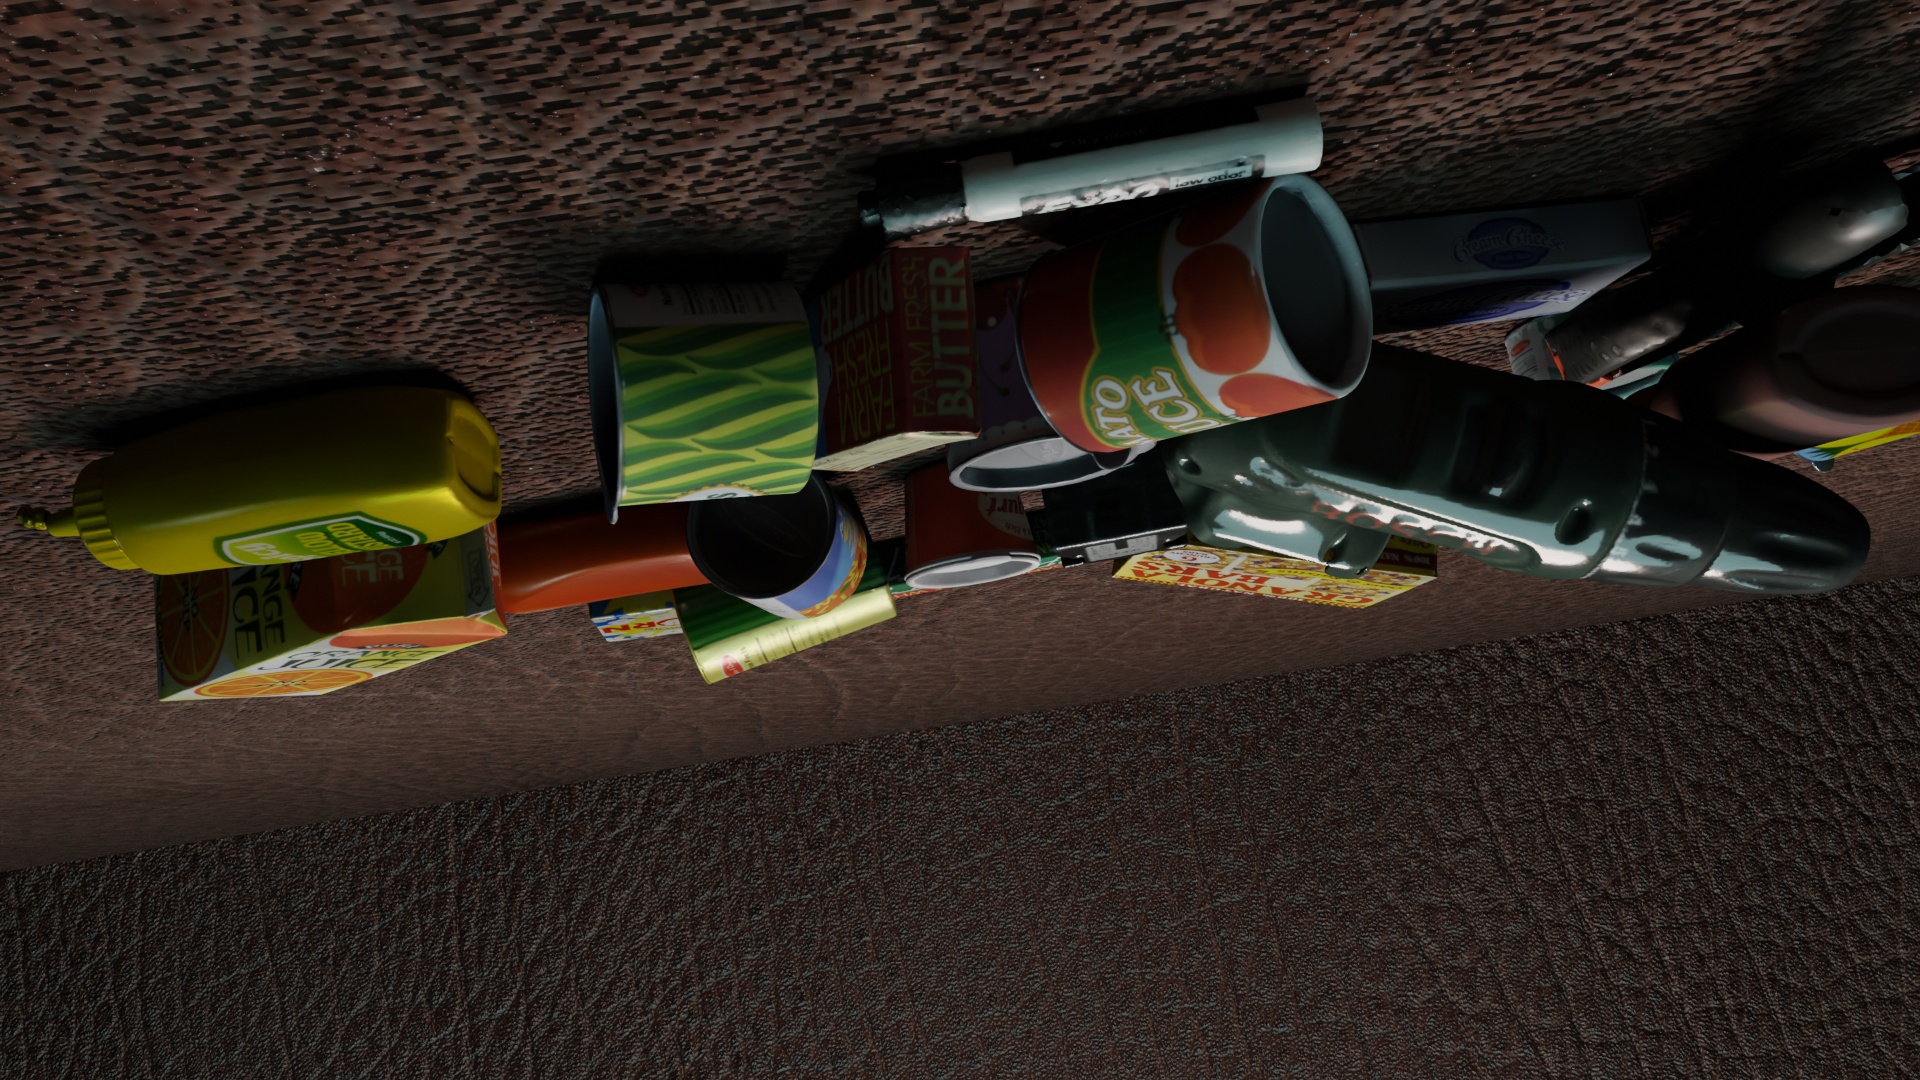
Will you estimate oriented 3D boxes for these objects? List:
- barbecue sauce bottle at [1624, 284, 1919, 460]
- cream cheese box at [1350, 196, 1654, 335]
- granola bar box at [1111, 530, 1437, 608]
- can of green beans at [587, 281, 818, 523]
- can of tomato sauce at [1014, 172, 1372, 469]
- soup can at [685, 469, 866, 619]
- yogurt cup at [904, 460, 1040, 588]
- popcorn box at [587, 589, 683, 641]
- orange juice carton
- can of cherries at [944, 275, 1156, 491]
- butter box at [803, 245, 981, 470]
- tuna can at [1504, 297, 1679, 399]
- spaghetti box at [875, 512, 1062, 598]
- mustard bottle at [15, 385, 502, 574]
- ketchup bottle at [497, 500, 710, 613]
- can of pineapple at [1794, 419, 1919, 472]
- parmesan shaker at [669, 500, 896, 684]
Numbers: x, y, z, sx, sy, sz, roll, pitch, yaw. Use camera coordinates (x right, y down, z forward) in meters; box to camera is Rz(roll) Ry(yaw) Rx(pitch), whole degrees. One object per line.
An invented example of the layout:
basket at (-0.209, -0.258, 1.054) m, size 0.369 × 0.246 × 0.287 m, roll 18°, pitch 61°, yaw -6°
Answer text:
barbecue sauce bottle at (0.276, -0.049, 0.486) m, size 0.065 × 0.043 × 0.148 m, roll -2°, pitch 175°, yaw 2°
cream cheese box at (0.177, -0.093, 0.482) m, size 0.104 × 0.024 × 0.053 m, roll -7°, pitch 168°, yaw -8°
granola bar box at (0.184, 0.004, 0.837) m, size 0.166 × 0.039 × 0.124 m, roll 7°, pitch 168°, yaw -2°
can of green beans at (-0.079, -0.045, 0.418) m, size 0.058 × 0.071 × 0.071 m, roll -5°, pitch 168°, yaw -21°
can of tomato sauce at (0.069, -0.063, 0.409) m, size 0.083 × 0.071 × 0.071 m, roll -12°, pitch 170°, yaw 43°
soup can at (-0.080, -0.003, 0.636) m, size 0.071 × 0.071 × 0.083 m, roll -10°, pitch 169°, yaw 4°
yogurt cup at (0.002, -0.009, 0.692) m, size 0.072 × 0.054 × 0.072 m, roll -8°, pitch 169°, yaw -2°
popcorn box at (-0.144, 0.026, 0.790) m, size 0.127 × 0.038 × 0.085 m, roll -7°, pitch 169°, yaw -10°
orange juice carton at (-0.248, 0.014, 0.563) m, size 0.192 × 0.072 × 0.073 m, roll -17°, pitch 167°, yaw 36°
can of cherries at (0.027, -0.053, 0.479) m, size 0.071 × 0.058 × 0.071 m, roll -8°, pitch 167°, yaw -2°
butter box at (-0.025, -0.051, 0.415) m, size 0.024 × 0.053 × 0.103 m, roll -3°, pitch 178°, yaw -23°
tuna can at (0.277, -0.080, 0.603) m, size 0.071 × 0.033 × 0.071 m, roll -8°, pitch 169°, yaw -2°
spaghetti box at (-0.034, 0.017, 0.857) m, size 0.250 × 0.029 × 0.050 m, roll -11°, pitch 169°, yaw 10°
mustard bottle at (-0.243, -0.016, 0.475) m, size 0.160 × 0.049 × 0.065 m, roll -9°, pitch 166°, yaw 2°
ketchup bottle at (-0.188, 0.010, 0.663) m, size 0.149 × 0.043 × 0.064 m, roll -10°, pitch 169°, yaw 6°
can of pineapple at (0.423, -0.074, 0.655) m, size 0.071 × 0.071 × 0.057 m, roll -2°, pitch 167°, yaw -31°
parmesan shaker at (-0.092, 0.026, 0.718) m, size 0.103 × 0.071 × 0.071 m, roll -20°, pitch 169°, yaw -6°
